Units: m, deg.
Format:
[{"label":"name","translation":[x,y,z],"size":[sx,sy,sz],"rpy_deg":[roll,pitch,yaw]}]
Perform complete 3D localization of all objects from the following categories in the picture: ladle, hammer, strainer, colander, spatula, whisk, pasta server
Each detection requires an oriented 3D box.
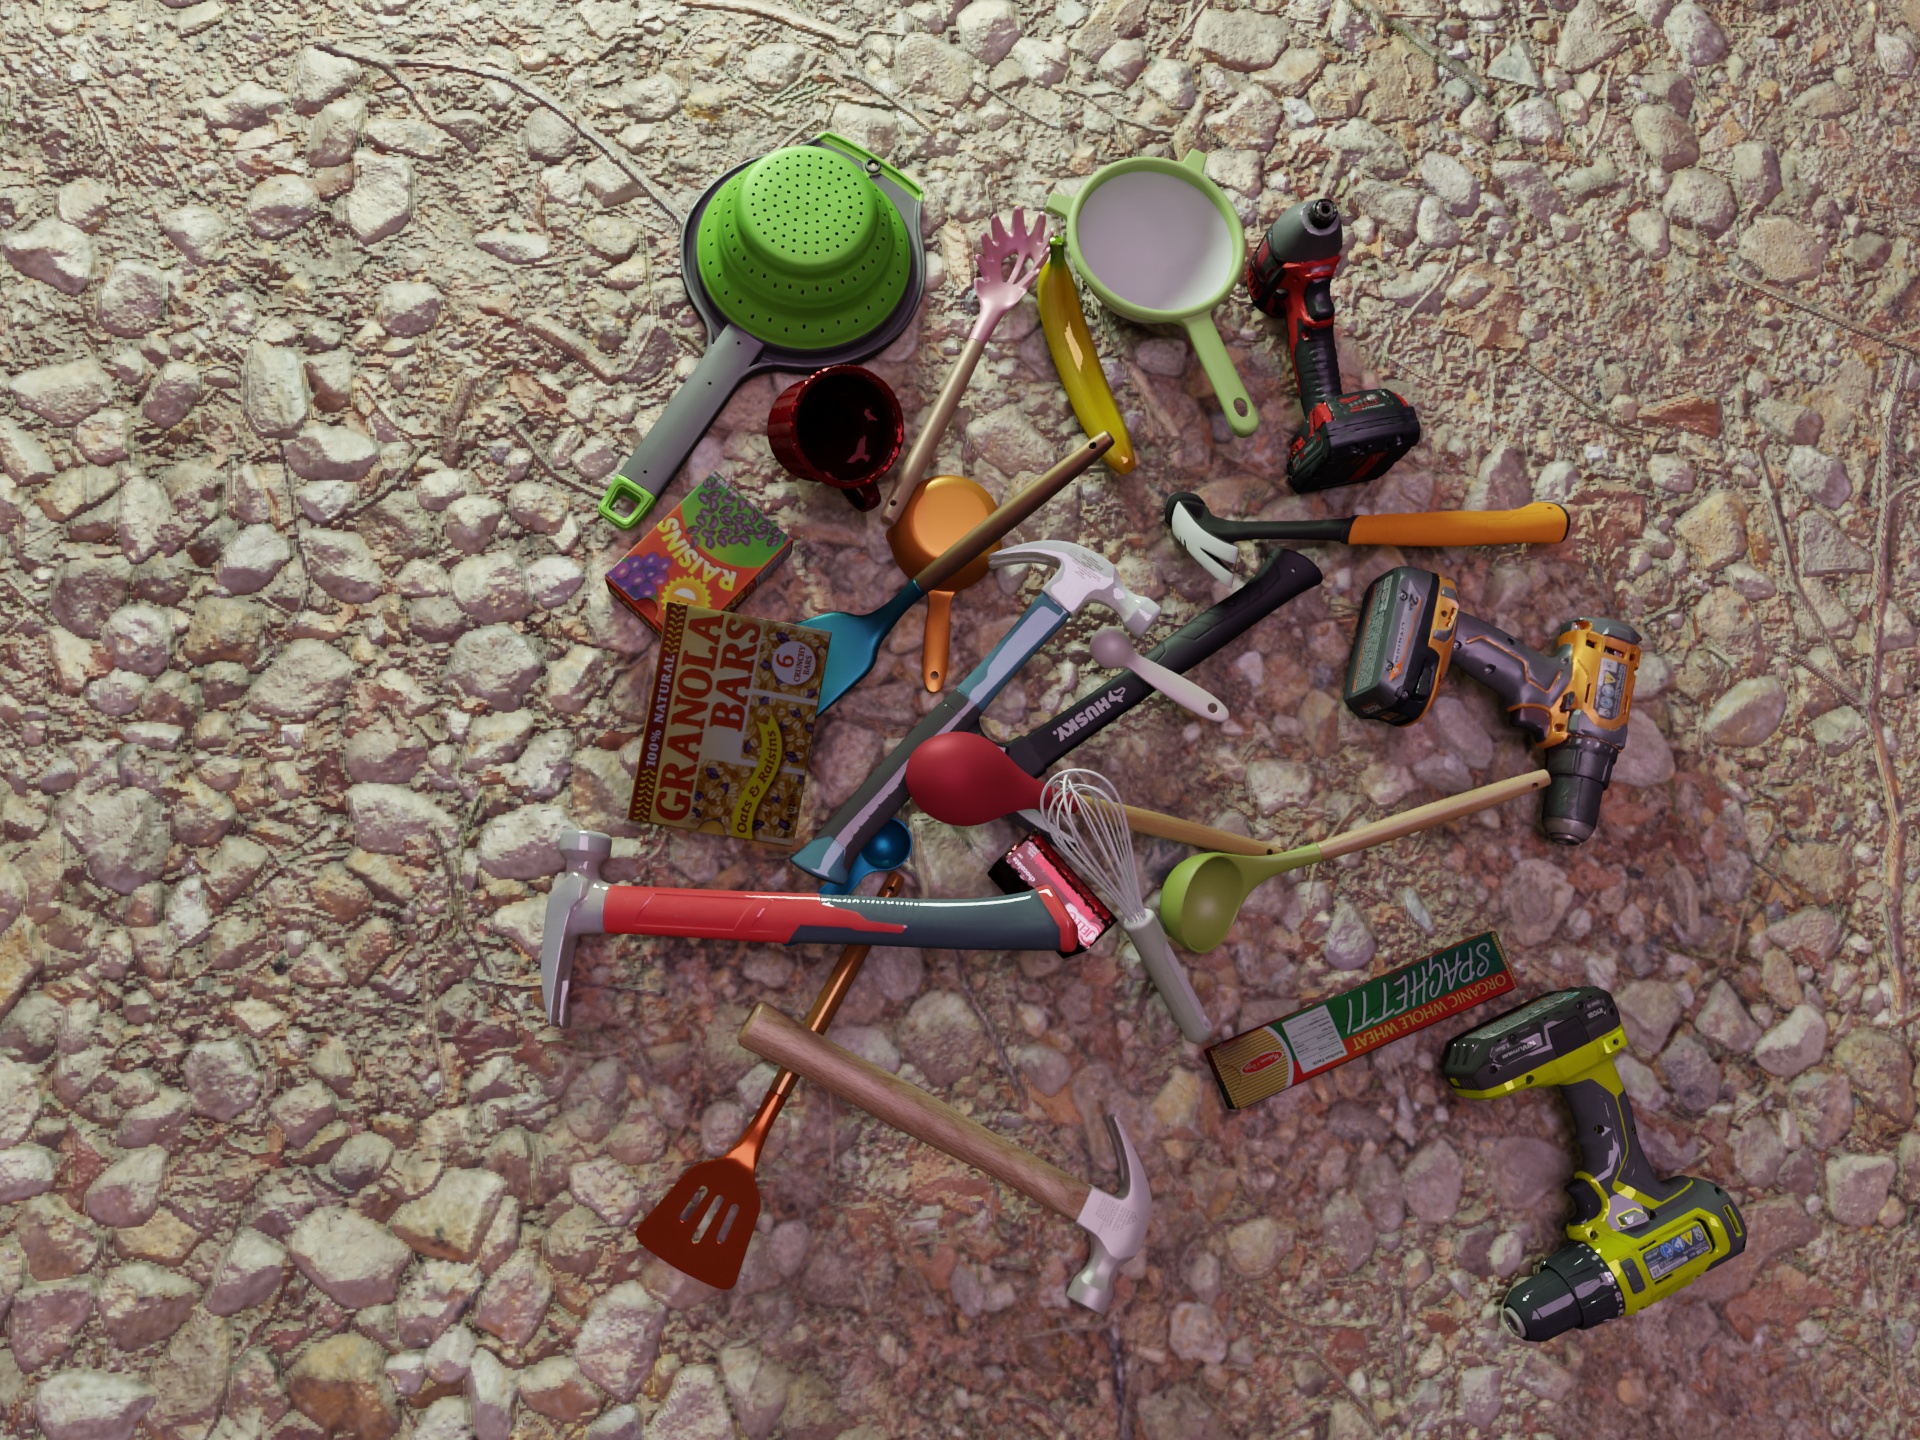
[{"label":"ladle","translation":[0.303,0.099,1.213],"size":[0.320,0.062,0.078],"rpy_deg":[-18,118,-1]},{"label":"hammer","translation":[-0.009,0.294,1.151],"size":[0.331,0.031,0.130],"rpy_deg":[30,73,-6]},{"label":"strainer","translation":[0.178,-0.340,1.321],"size":[0.151,0.069,0.256],"rpy_deg":[-22,81,-14]},{"label":"colander","translation":[-0.167,-0.325,1.261],"size":[0.204,0.094,0.397],"rpy_deg":[32,75,1]},{"label":"spatula","translation":[-0.014,-0.118,1.204],"size":[0.317,0.044,0.082],"rpy_deg":[-37,72,17]},{"label":"hammer","translation":[-0.002,-0.004,1.202],"size":[0.128,0.033,0.331],"rpy_deg":[41,82,9]},{"label":"hammer","translation":[0.343,-0.153,1.289],"size":[0.336,0.127,0.034],"rpy_deg":[-3,119,-13]},{"label":"whisk","translation":[0.129,0.140,1.175],"size":[0.059,0.058,0.246],"rpy_deg":[-23,108,18]},{"label":"pasta server","translation":[0.002,-0.288,1.281],"size":[0.060,0.040,0.316],"rpy_deg":[18,65,13]},{"label":"hammer","translation":[0.154,-0.033,1.264],"size":[0.335,0.035,0.146],"rpy_deg":[-34,82,-14]},{"label":"ladle","translation":[0.109,0.070,1.201],"size":[0.315,0.031,0.069],"rpy_deg":[14,83,-20]},{"label":"spatula","translation":[-0.123,0.253,1.169],"size":[0.081,0.041,0.323],"rpy_deg":[29,71,0]},{"label":"hammer","translation":[-0.111,0.156,1.127],"size":[0.386,0.038,0.143],"rpy_deg":[1,76,12]}]

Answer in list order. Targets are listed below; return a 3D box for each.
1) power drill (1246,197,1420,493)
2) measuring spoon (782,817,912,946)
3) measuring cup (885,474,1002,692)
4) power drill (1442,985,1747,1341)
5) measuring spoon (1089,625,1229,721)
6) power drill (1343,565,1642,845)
[{"label":"power drill","translation":[0.295,-0.308,1.292],"size":[0.078,0.143,0.220],"rpy_deg":[-12,81,-7]},{"label":"measuring spoon","translation":[-0.087,0.125,1.209],"size":[0.128,0.021,0.042],"rpy_deg":[-44,77,-5]},{"label":"measuring cup","translation":[-0.013,-0.111,1.251],"size":[0.095,0.052,0.174],"rpy_deg":[6,74,-6]},{"label":"power drill","translation":[0.459,0.334,1.195],"size":[0.190,0.080,0.228],"rpy_deg":[-22,83,-12]},{"label":"measuring spoon","translation":[0.157,-0.035,1.237],"size":[0.124,0.018,0.034],"rpy_deg":[31,74,1]},{"label":"power drill","translation":[0.427,-0.013,1.273],"size":[0.226,0.084,0.185],"rpy_deg":[16,77,-8]}]
